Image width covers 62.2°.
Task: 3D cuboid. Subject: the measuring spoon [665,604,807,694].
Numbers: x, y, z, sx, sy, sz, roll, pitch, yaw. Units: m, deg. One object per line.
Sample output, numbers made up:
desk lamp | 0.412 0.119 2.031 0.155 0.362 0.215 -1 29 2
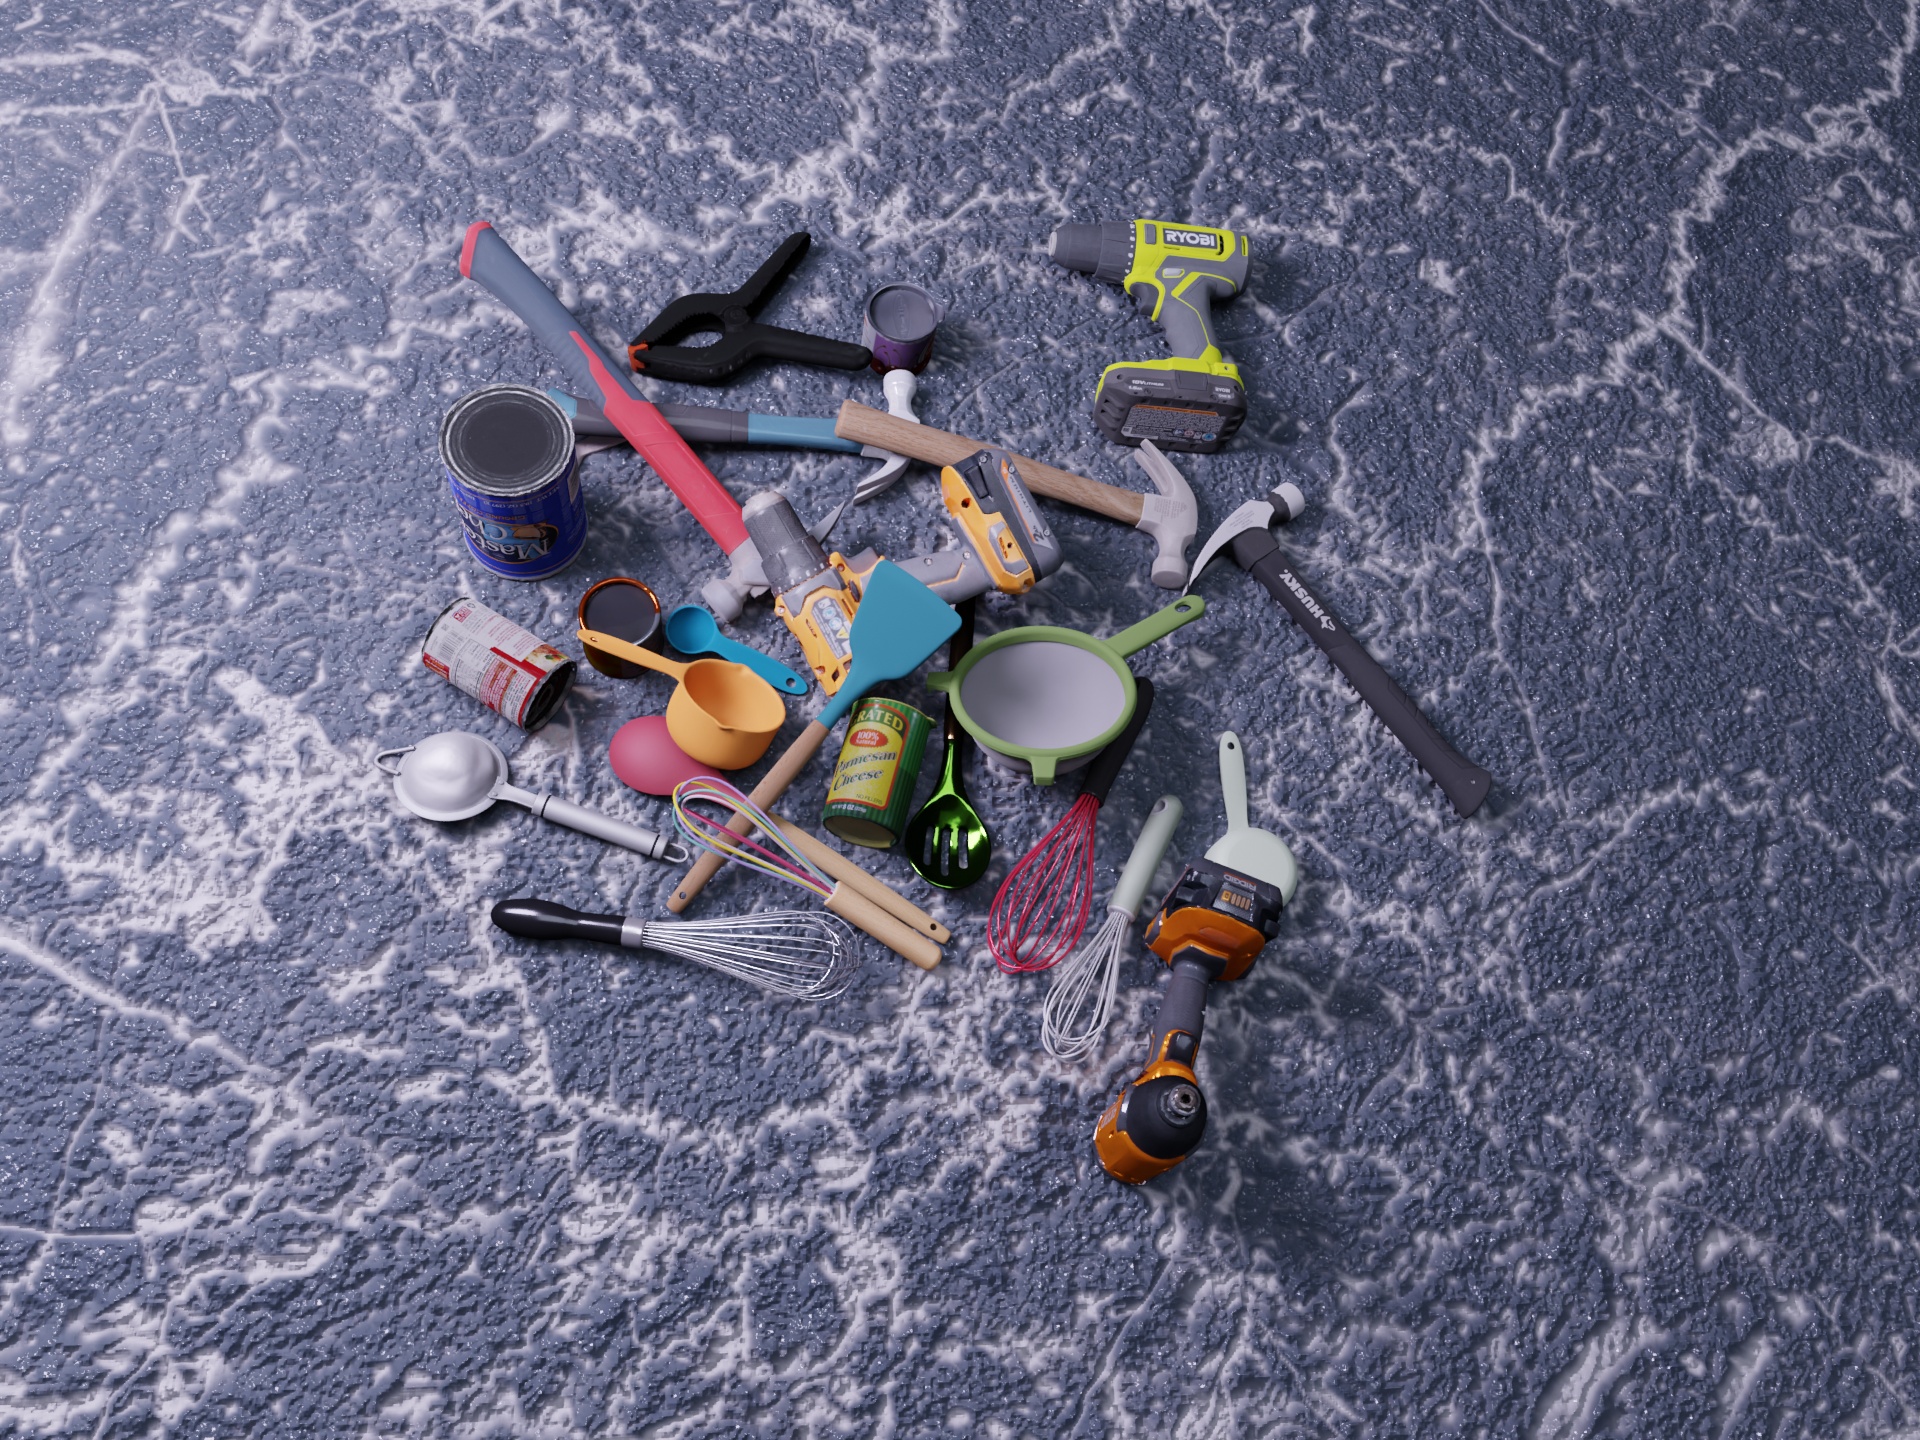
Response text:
measuring spoon | -0.186 -0.053 1.323 0.128 0.021 0.042 28 73 -6

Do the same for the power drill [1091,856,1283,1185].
power drill | 0.168 0.222 1.177 0.084 0.164 0.227 21 64 1

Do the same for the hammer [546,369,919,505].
hammer | -0.199 -0.257 1.387 0.331 0.033 0.128 2 67 -11

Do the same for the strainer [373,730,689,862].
strainer | -0.333 0.061 1.239 0.258 0.050 0.087 20 51 -3

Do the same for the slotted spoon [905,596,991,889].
slotted spoon | -0.002 -0.004 1.322 0.070 0.031 0.314 8 64 -7

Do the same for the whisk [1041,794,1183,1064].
whisk | 0.125 0.161 1.264 0.059 0.058 0.246 43 59 -27

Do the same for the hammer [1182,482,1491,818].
hammer | 0.337 -0.051 1.387 0.146 0.035 0.335 -33 76 -20

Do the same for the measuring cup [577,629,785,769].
measuring cup | -0.227 -0.018 1.255 0.173 0.052 0.095 23 30 -10

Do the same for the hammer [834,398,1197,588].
hammer | 0.053 -0.220 1.400 0.331 0.031 0.130 16 63 -10

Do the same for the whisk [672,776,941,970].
whisk | -0.117 0.123 1.212 0.245 0.047 0.051 35 94 -13

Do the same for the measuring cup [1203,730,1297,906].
measuring cup | 0.235 0.082 1.312 0.083 0.038 0.168 0 69 -8

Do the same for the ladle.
ladle | -0.143 0.088 1.262 0.315 0.031 0.069 32 66 4

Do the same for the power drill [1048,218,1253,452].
power drill | 0.178 -0.370 1.478 0.190 0.080 0.229 4 64 -7

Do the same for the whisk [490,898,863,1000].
whisk | -0.215 0.165 1.205 0.284 0.070 0.070 8 66 1

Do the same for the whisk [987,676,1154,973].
whisk | 0.099 0.080 1.284 0.073 0.073 0.296 26 60 3

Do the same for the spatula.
spatula | -0.125 0.021 1.237 0.082 0.044 0.317 38 83 2

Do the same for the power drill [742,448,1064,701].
power drill | -0.052 -0.142 1.306 0.226 0.084 0.185 -30 94 -8

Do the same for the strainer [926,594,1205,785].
strainer | 0.107 -0.028 1.319 0.256 0.069 0.152 -30 52 -28

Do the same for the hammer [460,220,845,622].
hammer | -0.267 -0.271 1.331 0.143 0.038 0.386 -41 91 -10

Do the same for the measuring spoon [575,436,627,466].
measuring spoon | -0.308 -0.250 1.384 0.124 0.018 0.034 -29 74 -19
